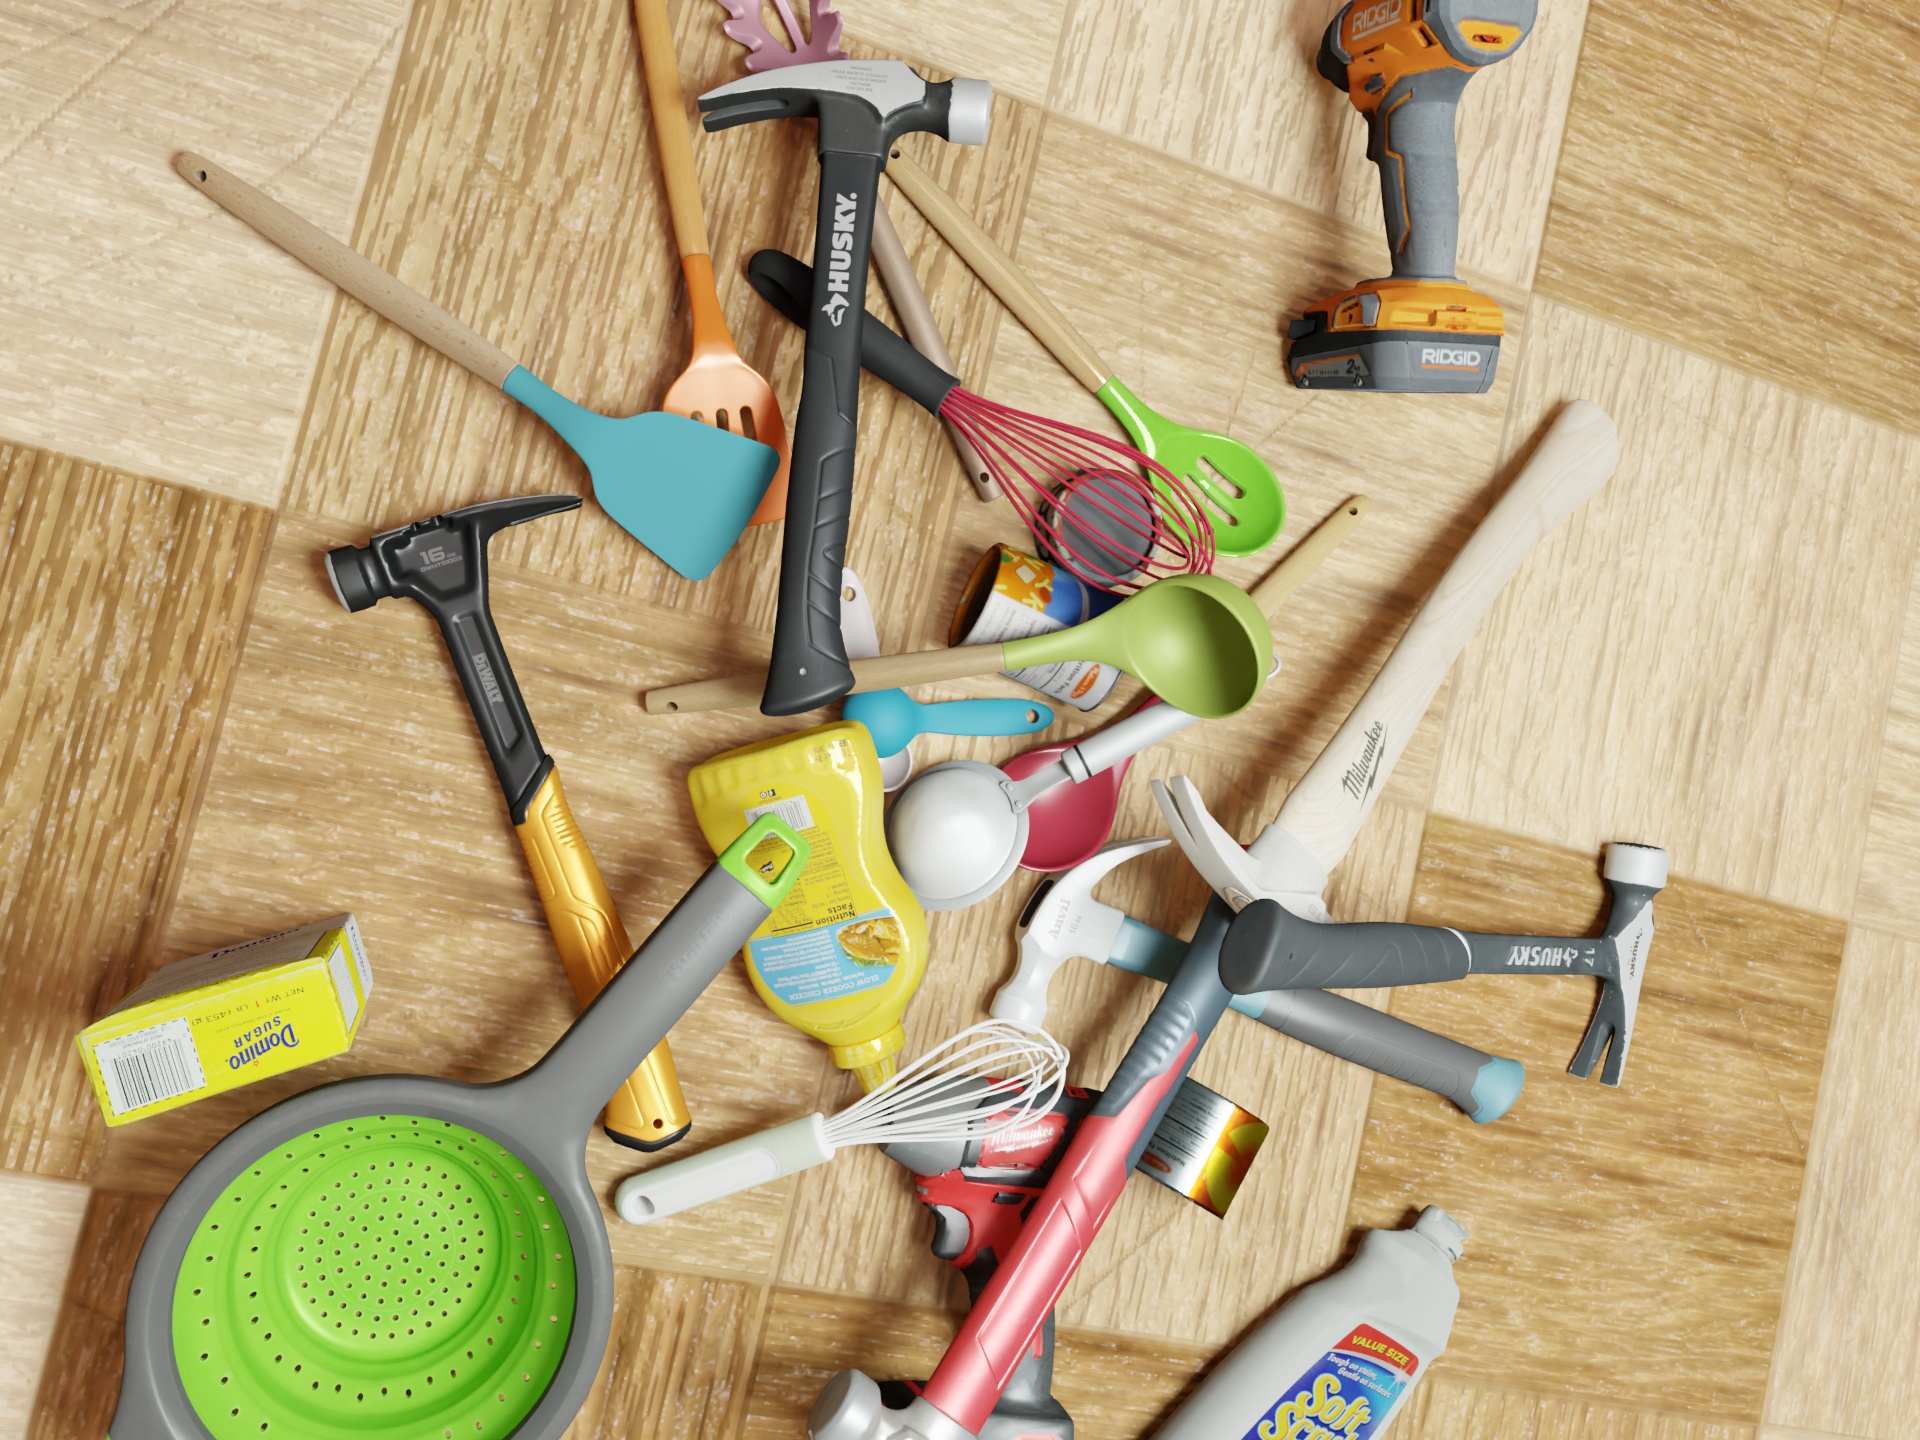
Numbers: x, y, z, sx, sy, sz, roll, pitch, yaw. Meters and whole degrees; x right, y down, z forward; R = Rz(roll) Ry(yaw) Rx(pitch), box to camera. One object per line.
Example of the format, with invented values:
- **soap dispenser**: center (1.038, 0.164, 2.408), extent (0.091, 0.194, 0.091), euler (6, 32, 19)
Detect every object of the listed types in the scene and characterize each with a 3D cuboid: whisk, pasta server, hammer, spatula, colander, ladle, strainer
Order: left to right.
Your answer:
- **spatula**: center (-0.243, -0.184, 0.791), extent (0.317, 0.044, 0.082), euler (34, 104, -6)
- **colander**: center (-0.217, 0.200, 0.759), extent (0.204, 0.094, 0.397), euler (43, 79, -11)
- **hammer**: center (-0.199, 0.055, 0.802), extent (0.127, 0.034, 0.337), euler (-20, 95, -15)
- **spatula**: center (-0.144, -0.262, 0.832), extent (0.081, 0.041, 0.322), euler (-10, 88, -15)
- **hammer**: center (-0.071, -0.167, 0.792), extent (0.146, 0.035, 0.335), euler (5, 83, -2)
- **whisk**: center (-0.061, 0.206, 0.797), extent (0.246, 0.059, 0.057), euler (-21, 103, 7)
- **pasta server**: center (-0.045, -0.264, 0.854), extent (0.060, 0.040, 0.316), euler (-22, 98, 10)
- **ladle**: center (-0.004, -0.023, 0.805), extent (0.320, 0.062, 0.078), euler (-7, 121, 4)
- **whisk**: center (0.009, -0.157, 0.835), extent (0.296, 0.073, 0.073), euler (36, 79, 3)
- **strainer**: center (0.052, 0.025, 0.837), extent (0.258, 0.050, 0.087), euler (-27, 56, 0)
- **hammer**: center (0.087, 0.230, 0.819), extent (0.143, 0.038, 0.386), euler (40, 69, -11)
- **ladle**: center (0.131, -0.028, 0.908), extent (0.069, 0.031, 0.315), euler (45, 74, 6)
- **hammer**: center (0.184, 0.165, 0.918), extent (0.331, 0.033, 0.128), euler (23, 83, -16)
- **hammer**: center (0.263, -0.051, 0.903), extent (0.146, 0.038, 0.411), euler (46, 65, -14)
- **hammer**: center (0.275, 0.131, 0.863), extent (0.408, 0.036, 0.149), euler (8, 90, -42)

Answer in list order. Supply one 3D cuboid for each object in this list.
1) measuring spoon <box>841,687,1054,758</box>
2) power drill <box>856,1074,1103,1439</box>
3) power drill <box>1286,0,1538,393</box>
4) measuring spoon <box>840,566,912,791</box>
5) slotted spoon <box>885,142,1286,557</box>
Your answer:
- **measuring spoon**: center (-0.001, -0.003, 0.860), extent (0.128, 0.021, 0.042), euler (-1, 82, -27)
- **power drill**: center (0.002, 0.298, 0.838), extent (0.143, 0.078, 0.220), euler (11, 82, -18)
- **power drill**: center (0.243, -0.300, 0.895), extent (0.084, 0.164, 0.226), euler (-1, 102, -17)
- **measuring spoon**: center (-0.053, -0.022, 0.861), extent (0.034, 0.018, 0.124), euler (-9, 85, -28)
- **slotted spoon**: center (0.064, -0.209, 0.893), extent (0.313, 0.031, 0.070), euler (44, 77, -10)
